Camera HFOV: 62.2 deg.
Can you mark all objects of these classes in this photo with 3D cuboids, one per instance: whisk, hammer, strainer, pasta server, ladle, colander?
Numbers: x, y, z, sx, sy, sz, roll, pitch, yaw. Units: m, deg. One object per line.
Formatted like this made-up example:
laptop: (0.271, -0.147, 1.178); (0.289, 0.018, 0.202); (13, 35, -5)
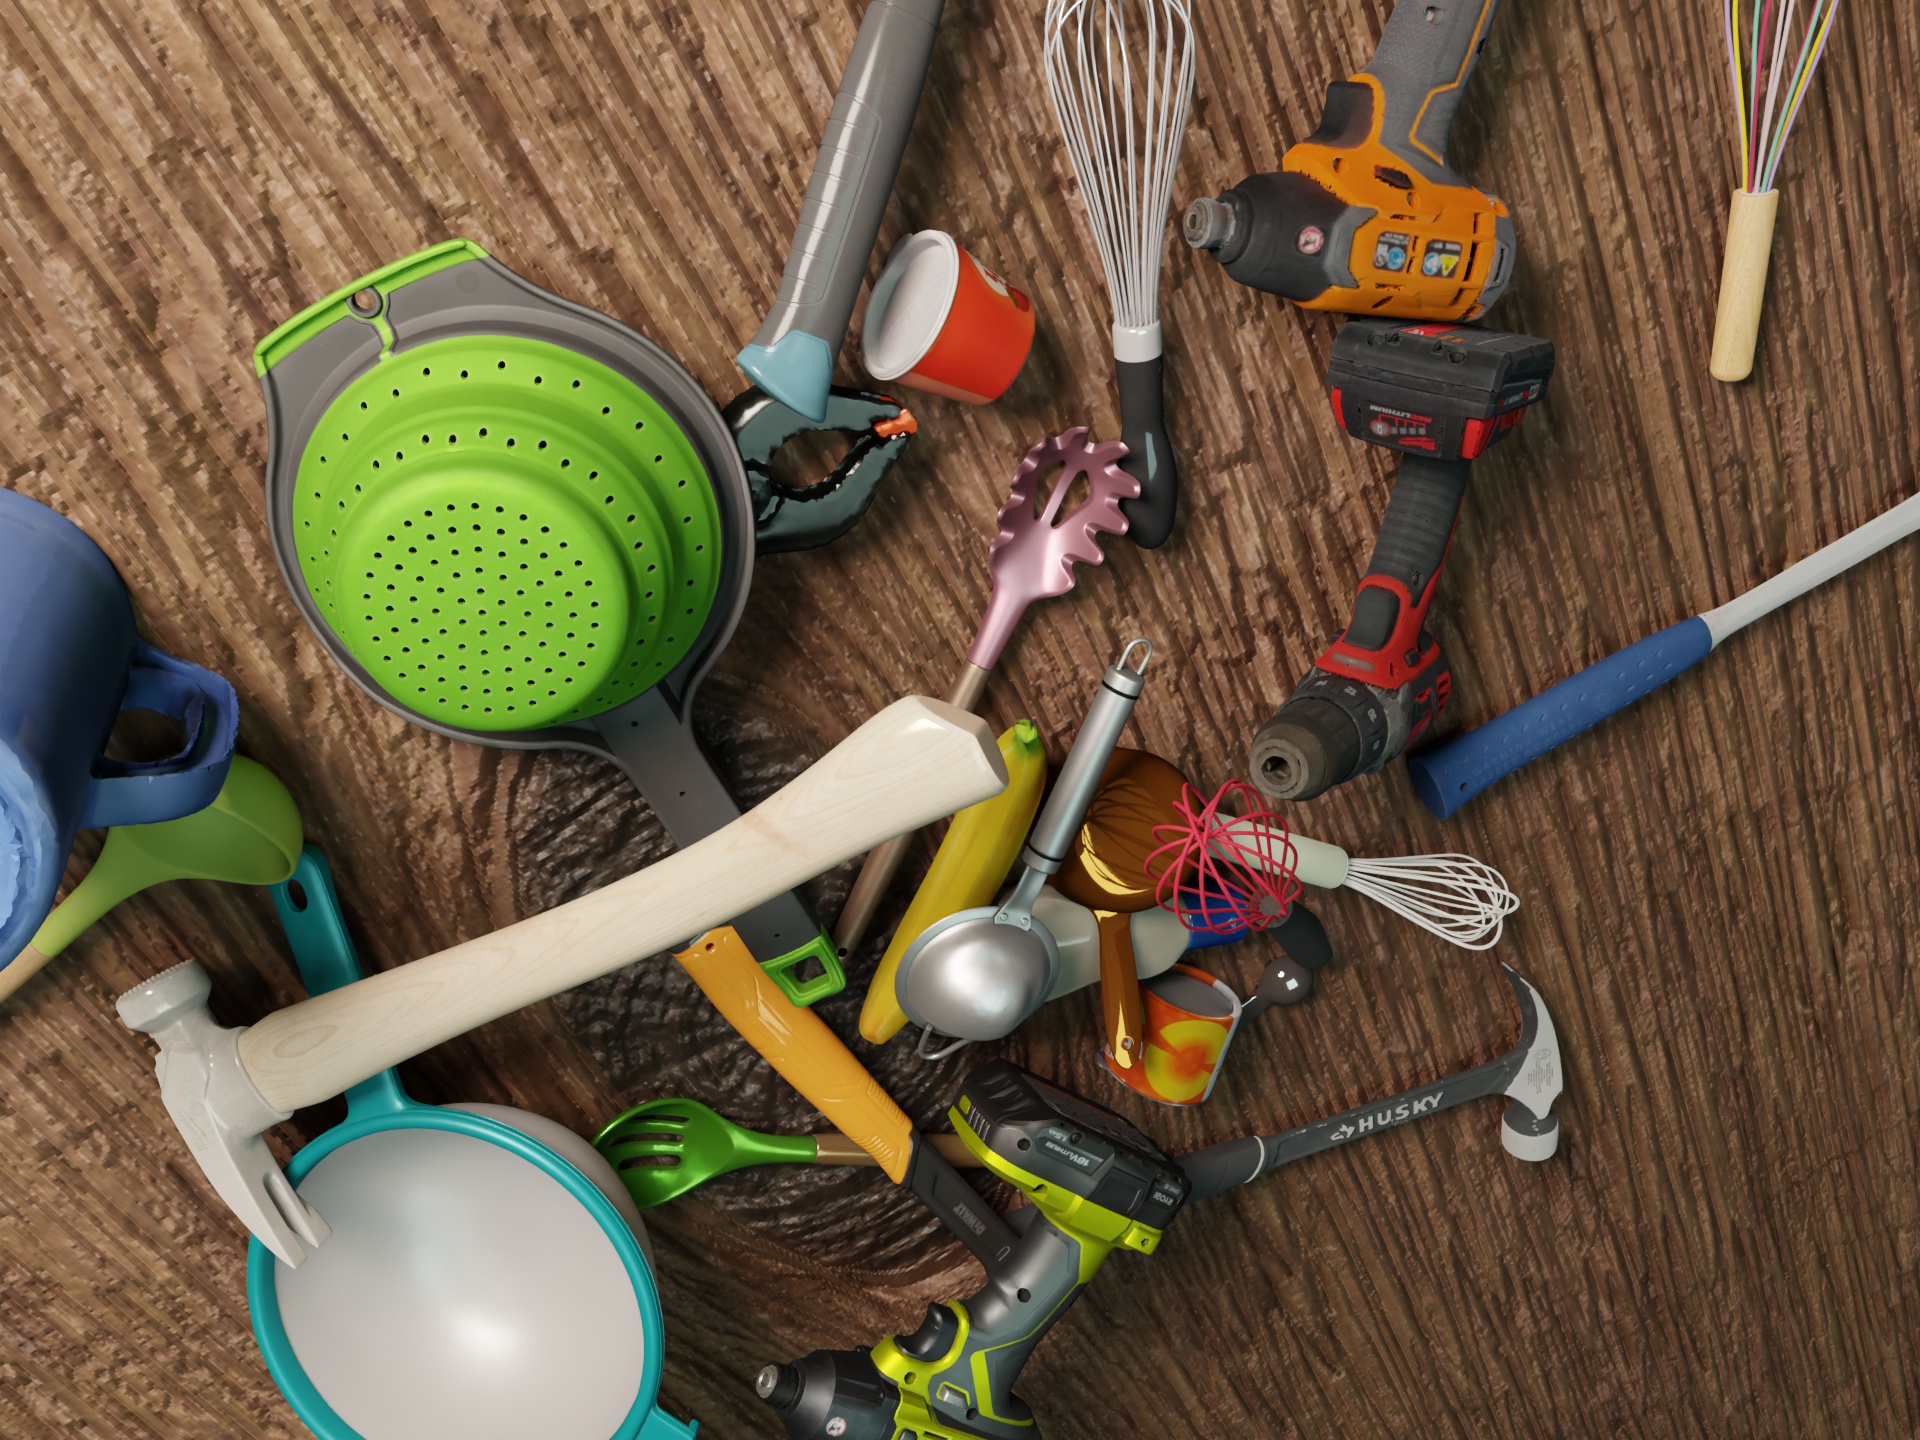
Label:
whisk: (0.223, 0.087, 0.922); (0.246, 0.059, 0.058); (16, 64, -22)
hammer: (-0.024, -0.285, 0.644); (0.128, 0.033, 0.331); (14, 102, -26)
strainer: (-0.252, 0.212, 0.782); (0.211, 0.095, 0.340); (-15, 98, 14)
whisk: (0.079, -0.205, 0.723); (0.070, 0.070, 0.284); (-17, 124, -12)
whisk: (0.415, -0.293, 0.815); (0.047, 0.051, 0.244); (-18, 122, -18)
strainer: (0.037, 0.075, 0.781); (0.086, 0.050, 0.258); (16, 109, -23)
pasta server: (-0.001, -0.003, 0.799); (0.060, 0.040, 0.316); (23, 106, -12)
ladle: (-0.420, 0.122, 0.693); (0.320, 0.062, 0.078); (-39, 131, 3)
hammer: (0.444, -0.061, 0.937); (0.405, 0.035, 0.144); (-28, 121, -6)
hammer: (-0.050, 0.226, 0.864); (0.127, 0.034, 0.336); (-42, 114, -10)
colander: (-0.151, 0.001, 0.682); (0.204, 0.095, 0.396); (-25, 118, 7)
whisk: (0.158, 0.094, 0.829); (0.073, 0.073, 0.295); (-45, 151, 4)
hammer: (0.200, 0.267, 1.001); (0.409, 0.036, 0.149); (-14, 117, -13)
hammer: (-0.164, 0.104, 0.674); (0.410, 0.038, 0.146); (-25, 98, 14)

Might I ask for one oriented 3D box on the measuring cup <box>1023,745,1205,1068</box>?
measuring cup: (0.087, 0.099, 0.830); (0.095, 0.052, 0.173); (-5, 89, -14)

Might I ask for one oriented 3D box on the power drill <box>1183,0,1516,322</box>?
power drill: (0.183, -0.293, 0.693); (0.164, 0.084, 0.226); (-3, 113, -26)

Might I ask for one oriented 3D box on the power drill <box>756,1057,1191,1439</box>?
power drill: (0.008, 0.304, 0.847); (0.171, 0.080, 0.223); (31, 90, -26)

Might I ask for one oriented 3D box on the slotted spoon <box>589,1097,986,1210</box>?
slotted spoon: (-0.060, 0.244, 0.899); (0.313, 0.031, 0.070); (8, 109, -25)

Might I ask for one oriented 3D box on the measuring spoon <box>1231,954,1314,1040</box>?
measuring spoon: (0.166, 0.189, 0.961); (0.124, 0.018, 0.034); (-42, 121, 3)

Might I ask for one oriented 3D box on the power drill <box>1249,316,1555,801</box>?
power drill: (0.206, -0.074, 0.775); (0.188, 0.080, 0.226); (-26, 130, -53)
